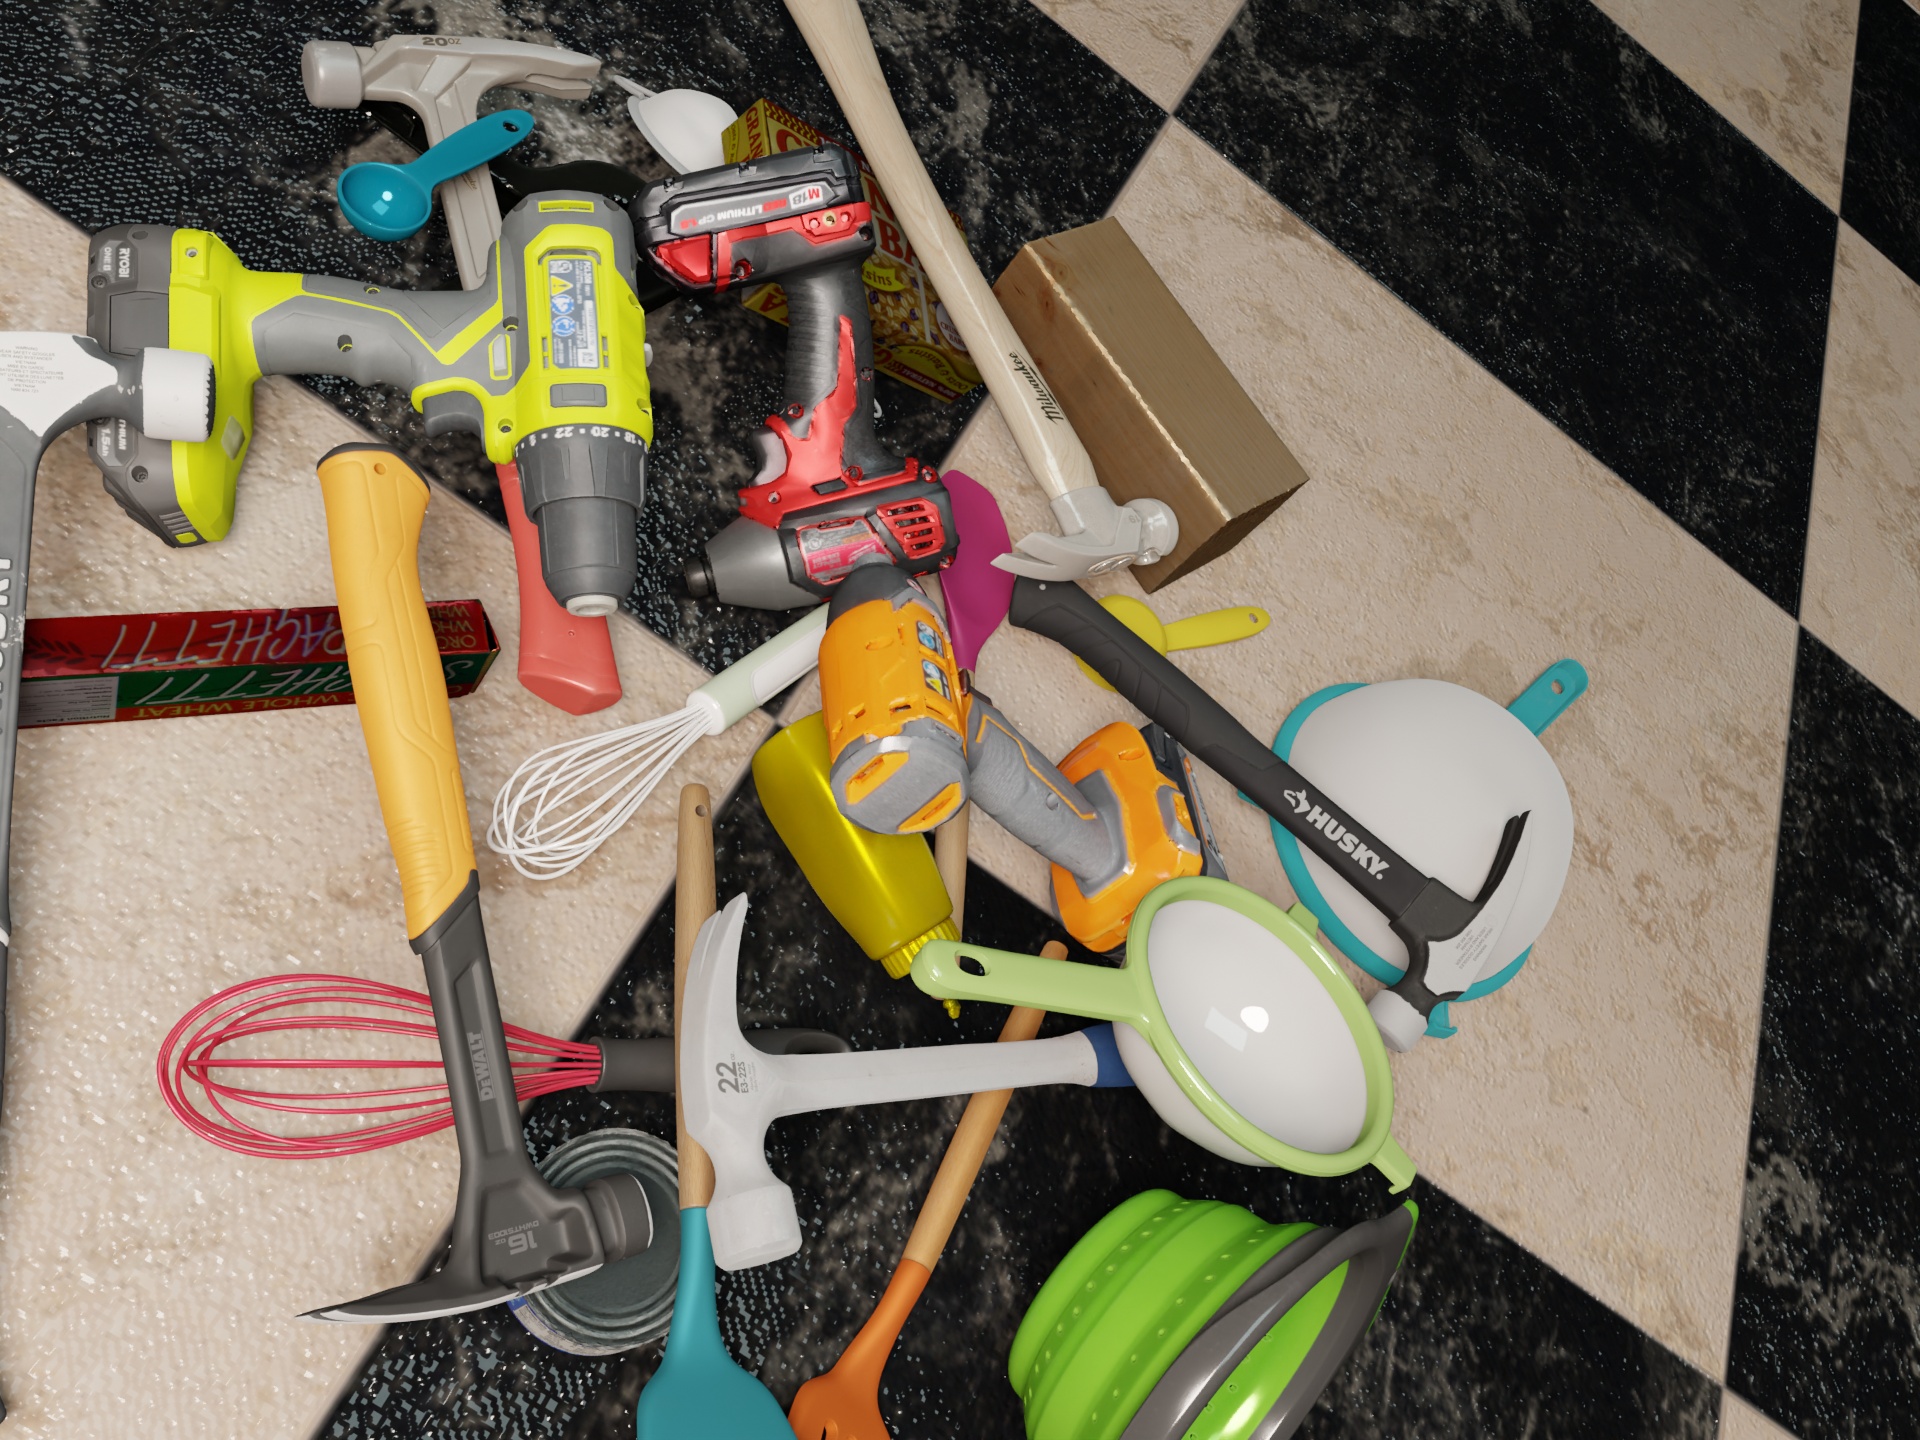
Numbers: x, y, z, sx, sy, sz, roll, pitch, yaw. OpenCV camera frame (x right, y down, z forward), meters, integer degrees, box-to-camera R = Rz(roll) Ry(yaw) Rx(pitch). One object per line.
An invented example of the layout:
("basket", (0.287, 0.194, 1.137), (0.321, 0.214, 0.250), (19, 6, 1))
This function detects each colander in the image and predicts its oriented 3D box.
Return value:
("colander", (0.030, 0.304, 0.638), (0.397, 0.204, 0.095), (-28, 49, -36))

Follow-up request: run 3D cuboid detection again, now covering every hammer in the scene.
("hammer", (-0.357, 0.050, 0.563), (0.149, 0.036, 0.409), (3, 76, -23))
("hammer", (-0.209, 0.050, 0.606), (0.127, 0.034, 0.337), (-2, 73, -45))
("hammer", (0.160, 0.018, 0.881), (0.335, 0.035, 0.146), (41, 80, 8))
("hammer", (-0.215, -0.178, 0.790), (0.149, 0.036, 0.359), (-10, 77, -30))
("hammer", (0.049, 0.153, 0.747), (0.405, 0.035, 0.144), (5, 60, -40))
("hammer", (-0.014, -0.264, 0.903), (0.146, 0.038, 0.411), (-14, 74, -52))

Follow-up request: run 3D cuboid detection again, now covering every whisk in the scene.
("whisk", (-0.128, 0.000, 0.769), (0.246, 0.059, 0.057), (-39, 126, -43))
("whisk", (-0.171, 0.142, 0.661), (0.295, 0.073, 0.073), (8, 61, -34))

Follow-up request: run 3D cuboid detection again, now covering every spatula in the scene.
("spatula", (-0.099, 0.170, 0.645), (0.082, 0.044, 0.318), (12, 60, -34))
("spatula", (-0.004, 0.226, 0.719), (0.081, 0.041, 0.323), (46, 48, -21))

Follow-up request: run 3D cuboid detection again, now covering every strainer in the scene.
("strainer", (0.077, 0.139, 0.702), (0.256, 0.069, 0.152), (15, 43, -31))
("strainer", (0.337, 0.026, 0.993), (0.340, 0.095, 0.211), (-34, 84, -37))
("strainer", (-0.117, -0.286, 0.933), (0.258, 0.050, 0.087), (57, 27, 1))

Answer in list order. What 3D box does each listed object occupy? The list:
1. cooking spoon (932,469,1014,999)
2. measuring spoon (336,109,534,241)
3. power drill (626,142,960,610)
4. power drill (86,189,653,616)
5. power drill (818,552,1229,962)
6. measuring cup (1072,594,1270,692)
("cooking spoon", (-0.001, -0.003, 0.860), (0.068, 0.017, 0.319), (28, 52, -37))
("measuring spoon", (-0.252, -0.266, 0.776), (0.042, 0.021, 0.129), (39, 49, -3))
("power drill", (-0.092, -0.166, 0.810), (0.143, 0.079, 0.219), (-16, 104, -8))
("power drill", (-0.251, -0.137, 0.705), (0.228, 0.080, 0.191), (-3, 78, -12))
("power drill", (0.024, 0.013, 0.782), (0.226, 0.084, 0.164), (32, 31, -33))
("measuring cup", (0.136, -0.056, 0.961), (0.156, 0.029, 0.062), (-13, 72, -32))
